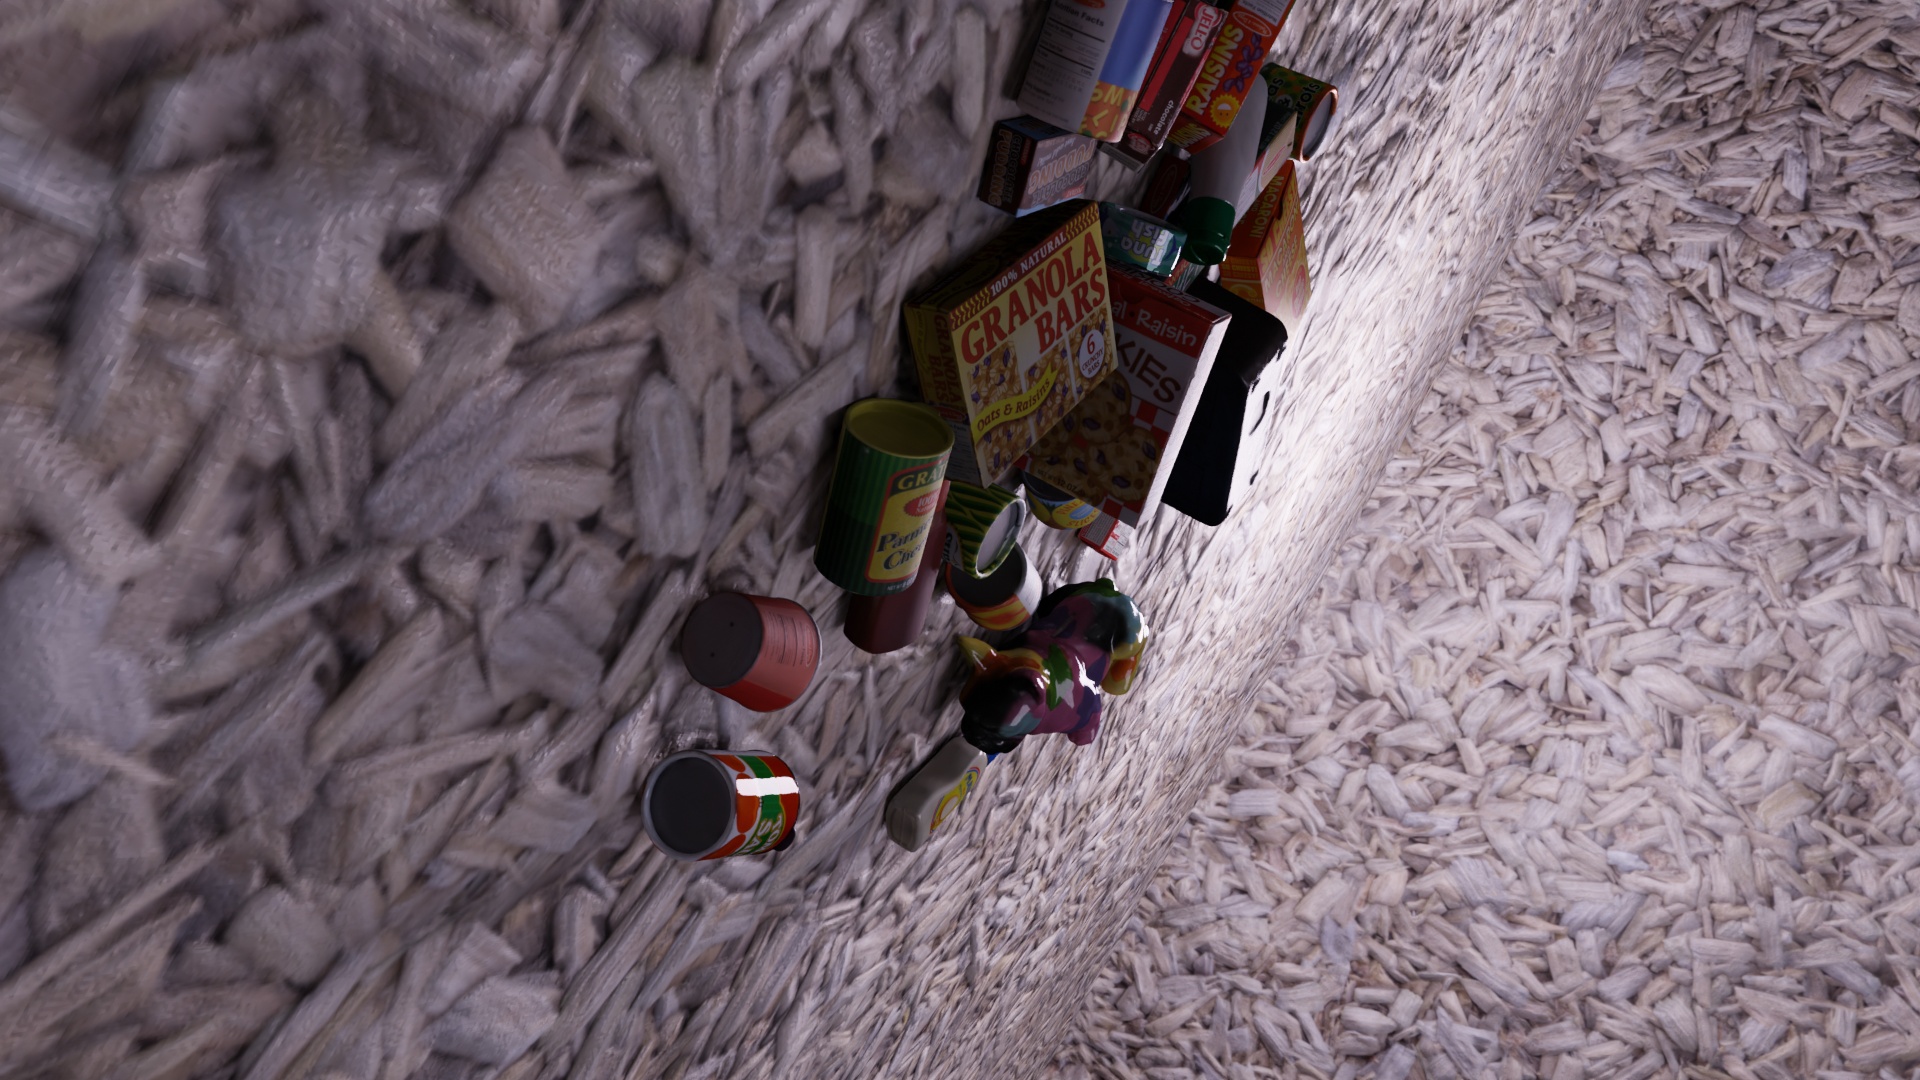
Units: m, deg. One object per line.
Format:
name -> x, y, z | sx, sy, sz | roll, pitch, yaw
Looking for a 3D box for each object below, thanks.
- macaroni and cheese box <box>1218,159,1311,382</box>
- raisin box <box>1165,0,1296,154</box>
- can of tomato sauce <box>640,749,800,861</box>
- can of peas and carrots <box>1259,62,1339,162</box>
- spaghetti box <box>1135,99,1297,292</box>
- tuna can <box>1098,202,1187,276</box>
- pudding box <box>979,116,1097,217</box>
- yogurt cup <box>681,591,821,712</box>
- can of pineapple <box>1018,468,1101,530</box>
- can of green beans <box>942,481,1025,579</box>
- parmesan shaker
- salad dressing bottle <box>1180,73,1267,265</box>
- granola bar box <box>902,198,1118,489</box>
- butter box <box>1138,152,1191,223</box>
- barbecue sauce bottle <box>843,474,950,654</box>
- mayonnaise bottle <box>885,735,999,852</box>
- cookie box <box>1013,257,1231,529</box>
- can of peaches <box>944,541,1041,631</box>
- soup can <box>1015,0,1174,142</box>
macaroni and cheese box -> 0.277, -0.239, 1.252 | 0.124, 0.040, 0.165 | -65, 151, -28
raisin box -> 0.183, -0.334, 0.955 | 0.123, 0.040, 0.086 | -63, -171, 5
can of tomato sauce -> -0.146, 0.163, 0.852 | 0.071, 0.071, 0.083 | -61, 158, 2
can of peas and carrots -> 0.271, -0.354, 1.147 | 0.071, 0.059, 0.070 | -48, 156, -30
spaghetti box -> 0.181, -0.237, 1.066 | 0.251, 0.029, 0.050 | -52, 158, -17
tuna can -> 0.125, -0.213, 0.984 | 0.071, 0.071, 0.032 | -19, 133, -60
pudding box -> 0.049, -0.230, 0.843 | 0.084, 0.030, 0.049 | -32, 146, -51
yogurt cup -> -0.121, 0.061, 0.788 | 0.072, 0.072, 0.054 | -60, 151, 0
can of pineapple -> 0.083, -0.047, 1.102 | 0.071, 0.071, 0.057 | -55, 158, -14
can of green beans -> 0.005, -0.014, 0.982 | 0.071, 0.058, 0.071 | -48, 155, -30
parmesan shaker -> -0.046, -0.026, 0.839 | 0.071, 0.071, 0.102 | -33, 146, -50
salad dressing bottle -> 0.191, -0.276, 1.024 | 0.064, 0.044, 0.148 | 36, 64, -52
granola bar box -> 0.037, -0.129, 0.886 | 0.166, 0.039, 0.123 | -43, 134, -38
butter box -> 0.173, -0.265, 1.088 | 0.104, 0.024, 0.053 | -5, 123, -65
barbecue sauce bottle -> -0.037, 0.003, 0.931 | 0.065, 0.044, 0.147 | -25, 139, -48
mayonnaise bottle -> -0.010, 0.217, 1.269 | 0.149, 0.041, 0.064 | -40, 149, -41
cookie box -> 0.106, -0.110, 0.998 | 0.040, 0.123, 0.166 | -31, 144, -54
can of peaches -> 0.023, 0.032, 1.076 | 0.071, 0.071, 0.058 | -57, 159, -9
soup can -> 0.077, -0.278, 0.793 | 0.071, 0.071, 0.083 | -23, 139, -57
